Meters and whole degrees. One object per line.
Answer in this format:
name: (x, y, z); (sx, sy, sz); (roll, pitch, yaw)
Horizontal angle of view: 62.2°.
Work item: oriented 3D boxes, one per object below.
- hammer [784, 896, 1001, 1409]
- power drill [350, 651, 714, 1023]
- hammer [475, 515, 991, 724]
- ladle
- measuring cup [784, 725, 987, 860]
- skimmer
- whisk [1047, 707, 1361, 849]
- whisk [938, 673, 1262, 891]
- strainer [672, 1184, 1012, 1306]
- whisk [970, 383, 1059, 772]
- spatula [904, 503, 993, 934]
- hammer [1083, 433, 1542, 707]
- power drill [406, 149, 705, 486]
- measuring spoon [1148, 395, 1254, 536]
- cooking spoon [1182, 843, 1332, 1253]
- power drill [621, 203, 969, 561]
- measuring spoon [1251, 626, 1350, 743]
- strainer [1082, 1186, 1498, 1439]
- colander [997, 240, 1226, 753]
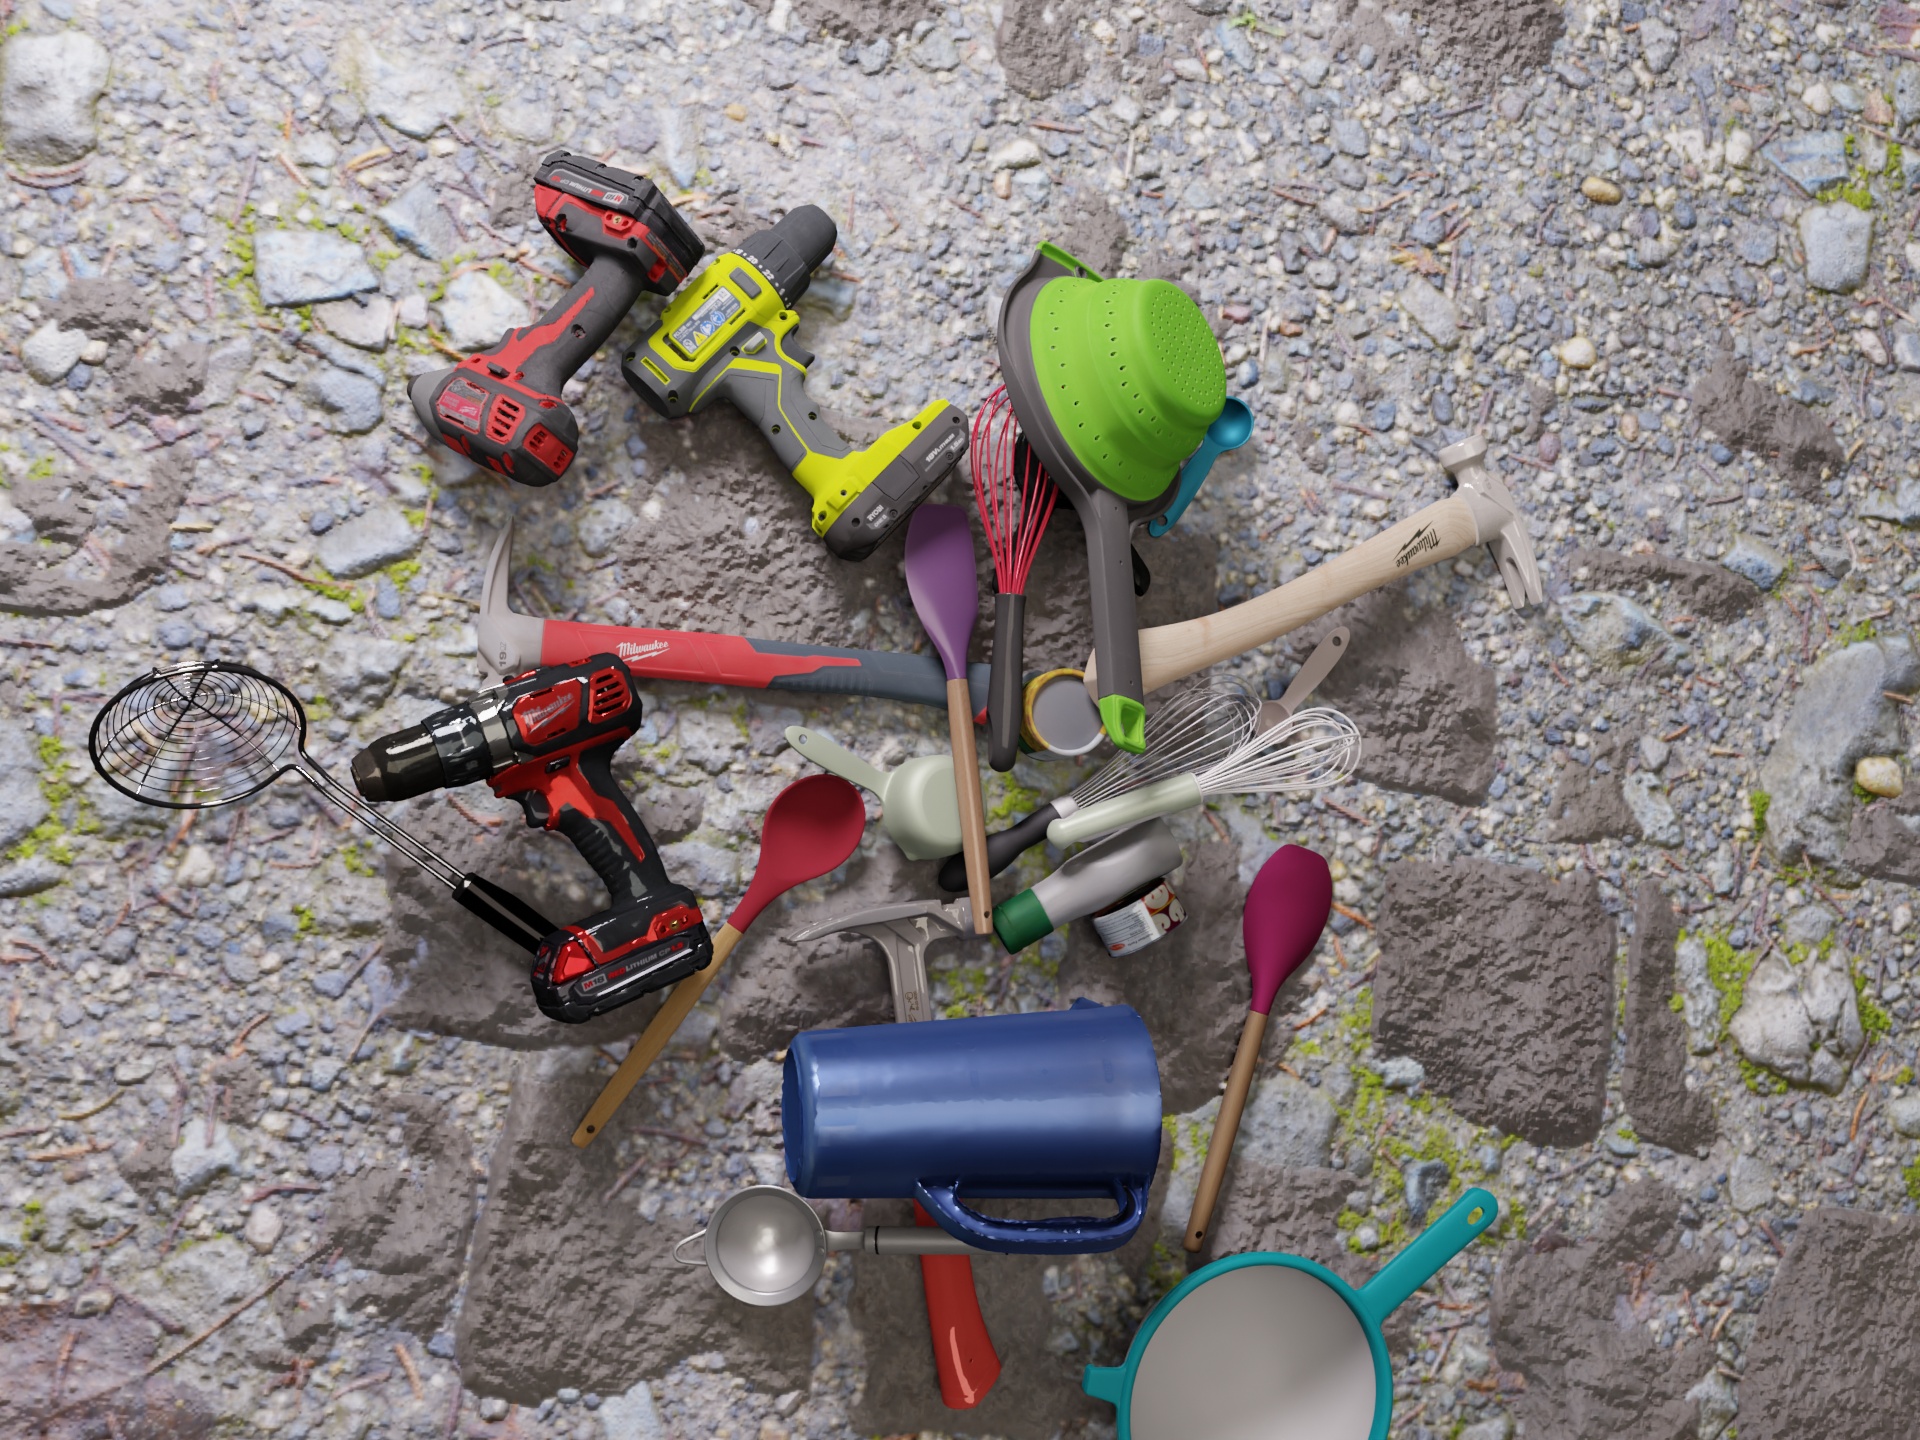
hammer: (-0.030, 0.311, 1.142); (0.149, 0.037, 0.359); (-7, 89, -18)
power drill: (-0.277, 0.083, 1.050); (0.188, 0.080, 0.226); (-21, 96, -25)
hammer: (-0.148, -0.057, 1.153); (0.386, 0.038, 0.143); (5, 83, -12)
ladle: (-0.175, 0.170, 1.133); (0.069, 0.031, 0.315); (38, 80, -10)
measuring cup: (-0.050, 0.042, 1.140); (0.167, 0.038, 0.083); (30, 66, -27)
skimmer: (-0.392, 0.089, 1.058); (0.363, 0.090, 0.127); (38, 111, -10)
whisk: (0.180, 0.048, 1.165); (0.246, 0.058, 0.059); (-18, 87, -6)
whisk: (0.106, 0.050, 1.195); (0.284, 0.070, 0.070); (-30, 92, -9)
strainer: (-0.068, 0.361, 1.103); (0.258, 0.050, 0.087); (-3, 94, 9)
whisk: (0.037, -0.110, 1.157); (0.073, 0.073, 0.296); (4, 85, -12)
spatula: (-0.002, -0.004, 1.148); (0.059, 0.018, 0.316); (-2, 81, -30)
hammer: (0.276, -0.089, 1.223); (0.410, 0.038, 0.146); (-24, 92, -22)
power drill: (-0.289, -0.276, 1.103); (0.143, 0.078, 0.220); (26, 81, 28)
measuring spoon: (0.184, -0.198, 1.254); (0.042, 0.021, 0.128); (35, 88, -9)
cooking spoon: (0.223, 0.250, 1.221); (0.068, 0.017, 0.319); (20, 81, -10)
power drill: (-0.104, -0.248, 1.160); (0.228, 0.080, 0.190); (44, 79, -3)
measuring spoon: (0.269, -0.029, 1.260); (0.034, 0.018, 0.124); (44, 71, -6)
strainer: (0.250, 0.448, 1.173); (0.340, 0.095, 0.211); (-34, 96, -15)
colander: (0.130, -0.174, 1.121); (0.204, 0.094, 0.397); (19, 60, -44)
